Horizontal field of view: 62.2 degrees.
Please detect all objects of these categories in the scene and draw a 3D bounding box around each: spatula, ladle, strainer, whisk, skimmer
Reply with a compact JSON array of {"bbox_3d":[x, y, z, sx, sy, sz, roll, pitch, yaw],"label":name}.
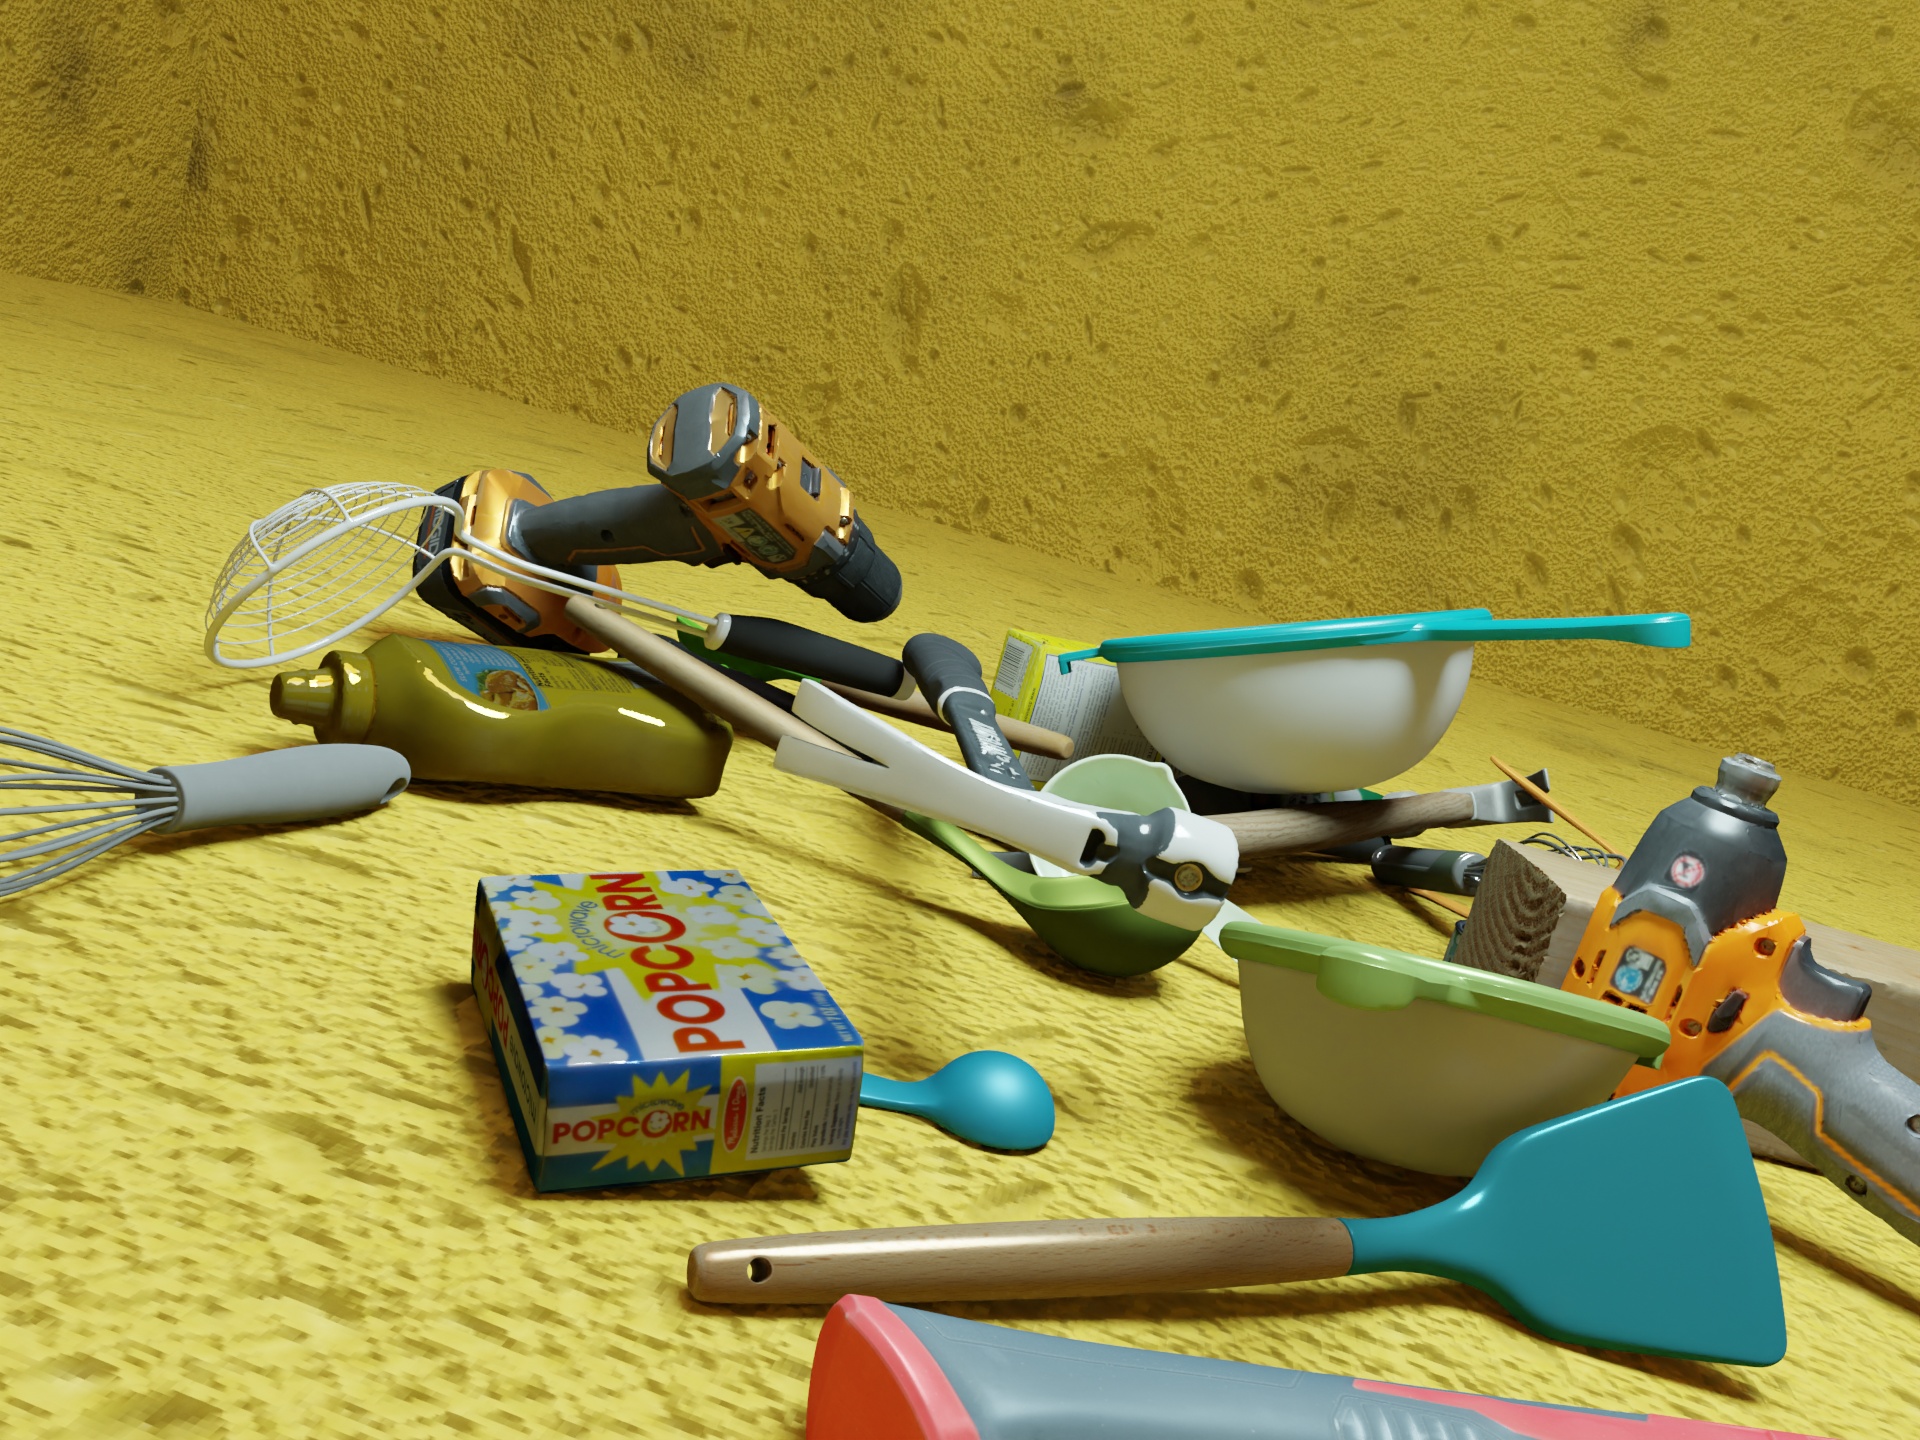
[{"bbox_3d":[0.086,0.138,0.423,0.317,0.082,0.044,6,-22,-24],"label":"spatula"},{"bbox_3d":[-0.039,0.015,0.693,0.320,0.062,0.078,30,14,13],"label":"ladle"},{"bbox_3d":[0.138,0.108,0.497,0.151,0.069,0.256,11,-6,24],"label":"strainer"},{"bbox_3d":[-0.264,0.023,0.528,0.055,0.055,0.239,19,8,17],"label":"whisk"},{"bbox_3d":[0.219,-0.006,0.822,0.211,0.095,0.340,-7,5,-32],"label":"strainer"},{"bbox_3d":[0.282,0.084,0.865,0.059,0.058,0.246,53,-9,-4],"label":"whisk"},{"bbox_3d":[-0.176,-0.036,0.794,0.363,0.127,0.090,15,54,-32],"label":"skimmer"},{"bbox_3d":[0.188,0.065,0.960,0.258,0.050,0.087,11,-3,-39],"label":"strainer"}]

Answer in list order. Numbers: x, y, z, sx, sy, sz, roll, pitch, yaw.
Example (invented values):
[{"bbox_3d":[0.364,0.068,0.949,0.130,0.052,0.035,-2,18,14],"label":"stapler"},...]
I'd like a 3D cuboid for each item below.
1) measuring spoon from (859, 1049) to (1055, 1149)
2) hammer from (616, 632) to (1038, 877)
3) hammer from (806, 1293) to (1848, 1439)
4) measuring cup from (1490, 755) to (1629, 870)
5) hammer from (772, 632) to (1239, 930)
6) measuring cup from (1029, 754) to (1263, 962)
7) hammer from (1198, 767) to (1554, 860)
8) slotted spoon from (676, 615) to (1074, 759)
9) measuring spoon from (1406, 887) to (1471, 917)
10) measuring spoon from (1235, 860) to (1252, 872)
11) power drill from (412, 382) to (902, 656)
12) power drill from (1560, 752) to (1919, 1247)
[{"bbox_3d":[-0.030,0.106,0.495,0.128,0.021,0.042,14,11,-7],"label":"measuring spoon"},{"bbox_3d":[-0.062,0.013,0.878,0.335,0.035,0.146,21,12,29],"label":"hammer"},{"bbox_3d":[0.154,0.169,0.378,0.386,0.038,0.143,13,14,-12],"label":"hammer"},{"bbox_3d":[0.338,0.093,0.852,0.174,0.052,0.095,44,18,21],"label":"measuring cup"},{"bbox_3d":[-0.001,-0.002,0.688,0.149,0.036,0.409,20,7,-8],"label":"hammer"},{"bbox_3d":[0.104,0.084,0.725,0.168,0.083,0.038,38,-9,18],"label":"measuring cup"},{"bbox_3d":[0.215,0.056,0.875,0.331,0.031,0.130,-2,-8,-44],"label":"hammer"},{"bbox_3d":[-0.062,-0.018,0.957,0.314,0.031,0.070,16,-10,37],"label":"slotted spoon"},{"bbox_3d":[0.315,0.115,0.945,0.021,0.011,0.117,4,16,-46],"label":"measuring spoon"},{"bbox_3d":[0.137,0.085,0.865,0.034,0.018,0.124,23,6,23],"label":"measuring spoon"},{"bbox_3d":[-0.157,-0.090,0.873,0.226,0.084,0.185,-13,-29,25],"label":"power drill"},{"bbox_3d":[0.329,0.119,0.560,0.227,0.164,0.084,26,15,37],"label":"power drill"}]
